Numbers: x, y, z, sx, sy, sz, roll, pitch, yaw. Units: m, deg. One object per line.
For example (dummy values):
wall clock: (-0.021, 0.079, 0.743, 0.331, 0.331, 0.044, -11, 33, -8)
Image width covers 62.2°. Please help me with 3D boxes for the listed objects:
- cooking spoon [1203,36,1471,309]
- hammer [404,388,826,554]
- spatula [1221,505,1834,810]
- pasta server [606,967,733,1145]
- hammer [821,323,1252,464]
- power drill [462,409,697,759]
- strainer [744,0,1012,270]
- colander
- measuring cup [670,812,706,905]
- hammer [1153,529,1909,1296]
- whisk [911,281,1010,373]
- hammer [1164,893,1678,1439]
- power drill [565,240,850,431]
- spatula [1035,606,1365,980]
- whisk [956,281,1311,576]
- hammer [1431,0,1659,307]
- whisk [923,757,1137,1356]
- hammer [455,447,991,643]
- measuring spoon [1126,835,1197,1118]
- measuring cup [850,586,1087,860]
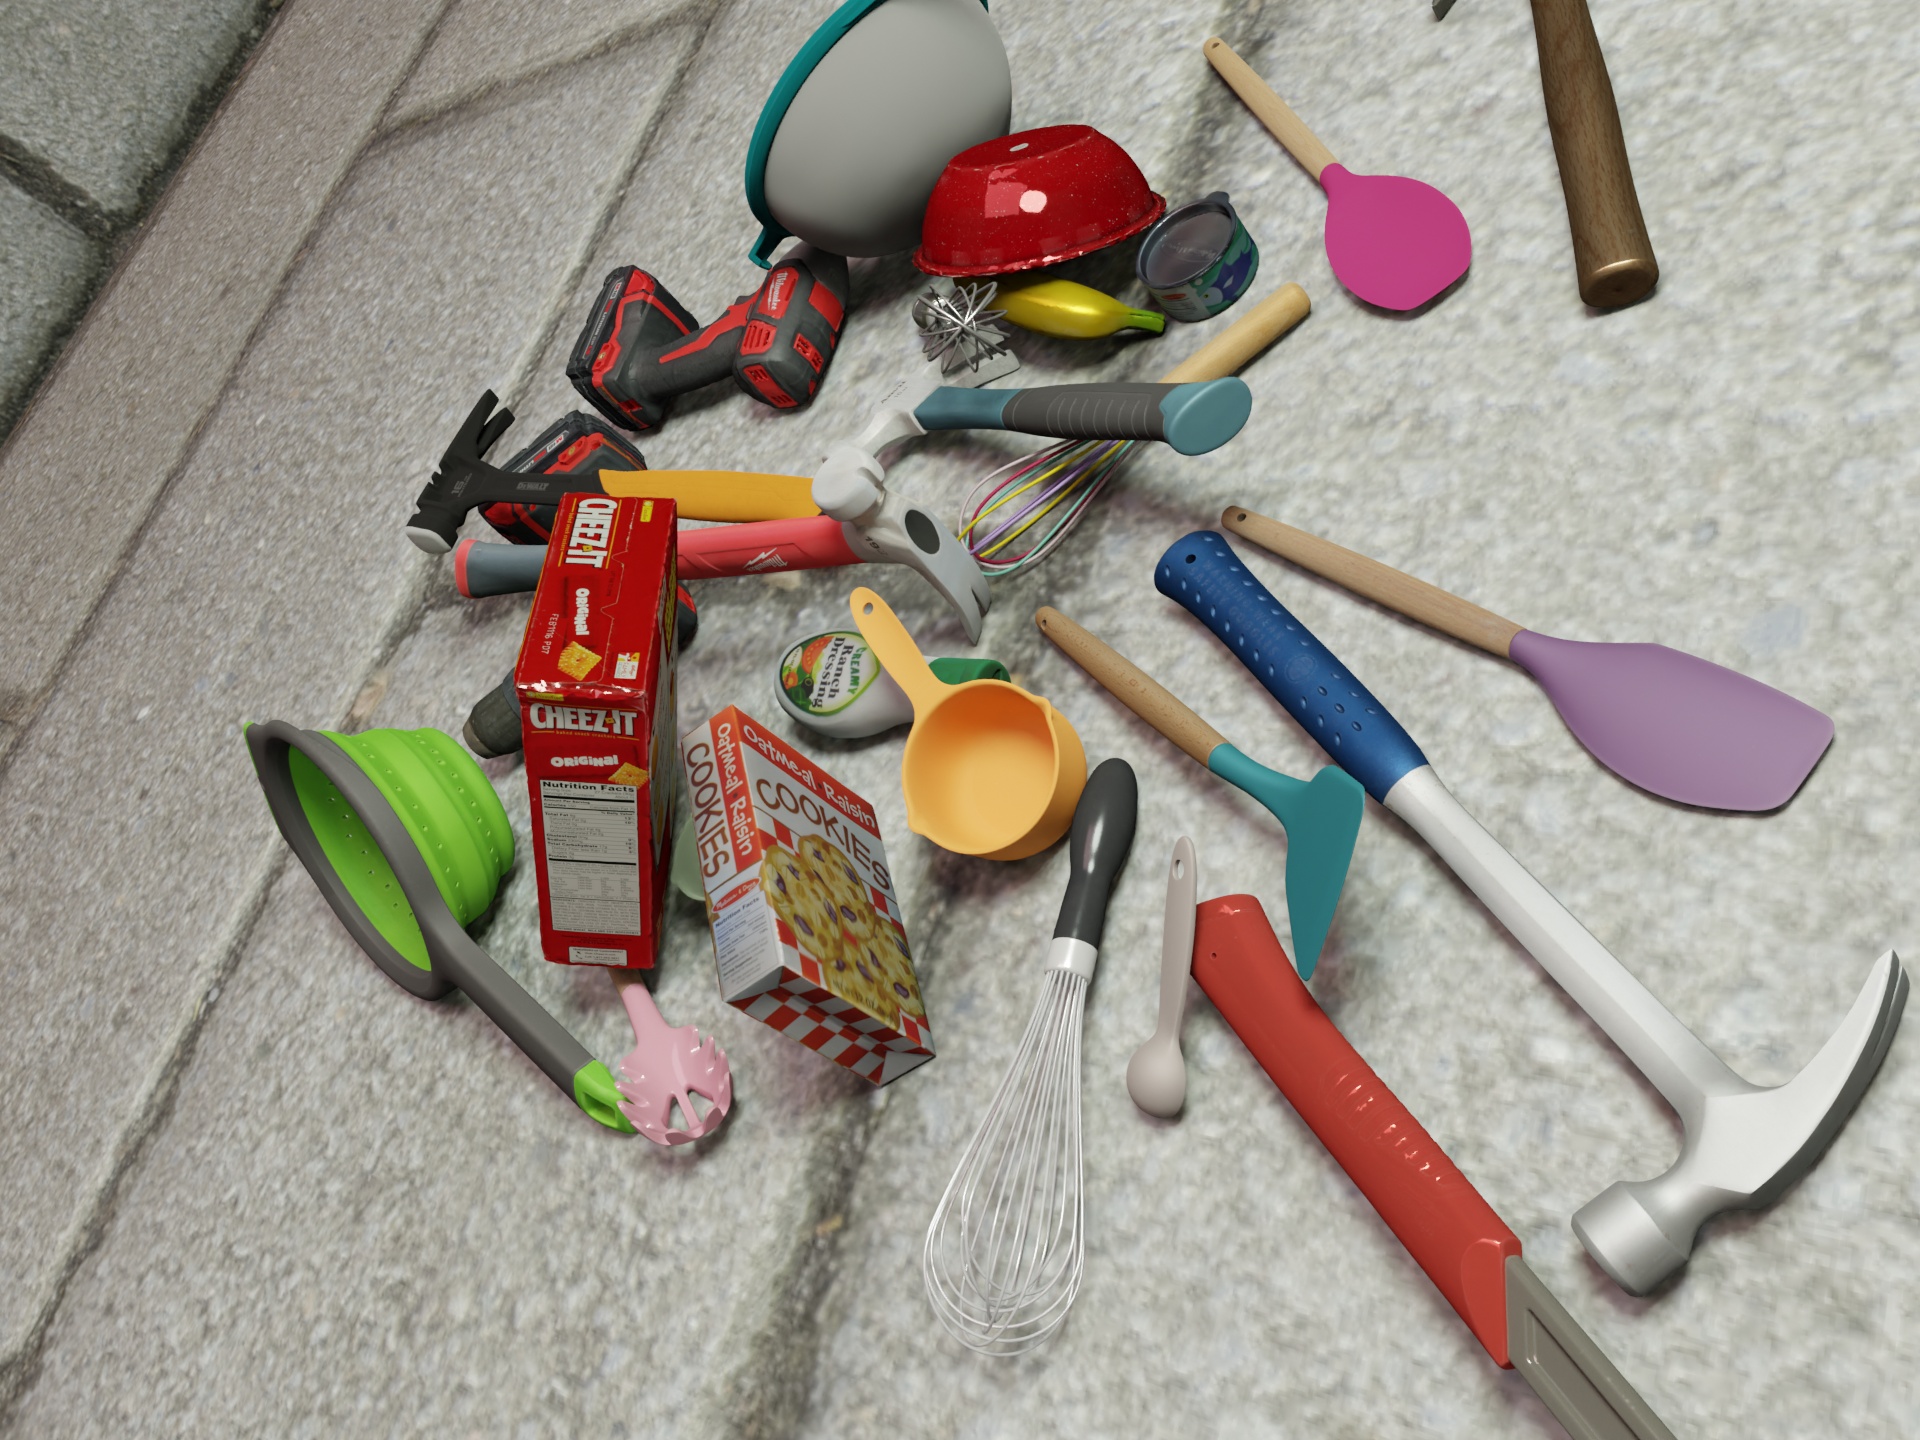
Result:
cooking spoon: (0.206, -0.330, 0.928, 0.069, 0.017, 0.319, -35, 46, 15)
hammer: (-0.213, -0.157, 1.056, 0.337, 0.034, 0.127, 8, 62, 25)
spatula: (0.228, -0.041, 0.713, 0.060, 0.018, 0.316, -53, 44, -1)
pasta server: (-0.201, 0.137, 0.929, 0.060, 0.040, 0.317, -25, 40, -14)
hammer: (0.040, -0.173, 0.890, 0.128, 0.033, 0.331, -46, 29, -15)
power drill: (-0.285, -0.093, 1.130, 0.188, 0.080, 0.227, -35, 48, 15)
strainer: (-0.020, -0.403, 0.988, 0.211, 0.340, 0.095, -38, 80, -25)
colander: (-0.297, 0.109, 0.986, 0.397, 0.204, 0.094, 33, 50, 31)
measuring cup: (-0.108, 0.104, 0.878, 0.083, 0.038, 0.168, -39, 46, 12)
hammer: (0.201, 0.031, 0.673, 0.144, 0.035, 0.406, -43, 44, 9)
whisk: (-0.009, -0.245, 0.965, 0.058, 0.059, 0.246, -57, 14, 10)
hammer: (0.170, 0.188, 0.574, 0.359, 0.036, 0.149, 52, 125, 52)
power drill: (-0.178, -0.292, 1.178, 0.220, 0.078, 0.143, 0, 62, 36)
spatula: (0.100, 0.005, 0.742, 0.318, 0.044, 0.082, 45, 128, 56)
whisk: (0.092, -0.162, 0.890, 0.245, 0.047, 0.051, -37, 43, 9)
hammer: (0.318, -0.343, 0.835, 0.130, 0.031, 0.332, -16, 53, 30)
whisk: (0.042, 0.139, 0.719, 0.070, 0.070, 0.285, -8, 53, 36)
hammer: (-0.166, -0.091, 0.968, 0.386, 0.143, 0.038, 0, 61, 37)
measuring spoon: (0.086, 0.111, 0.684, 0.034, 0.018, 0.124, -164, 78, -65)
measuring cup: (-0.001, -0.003, 0.821, 0.095, 0.052, 0.174, -43, 60, 13)
